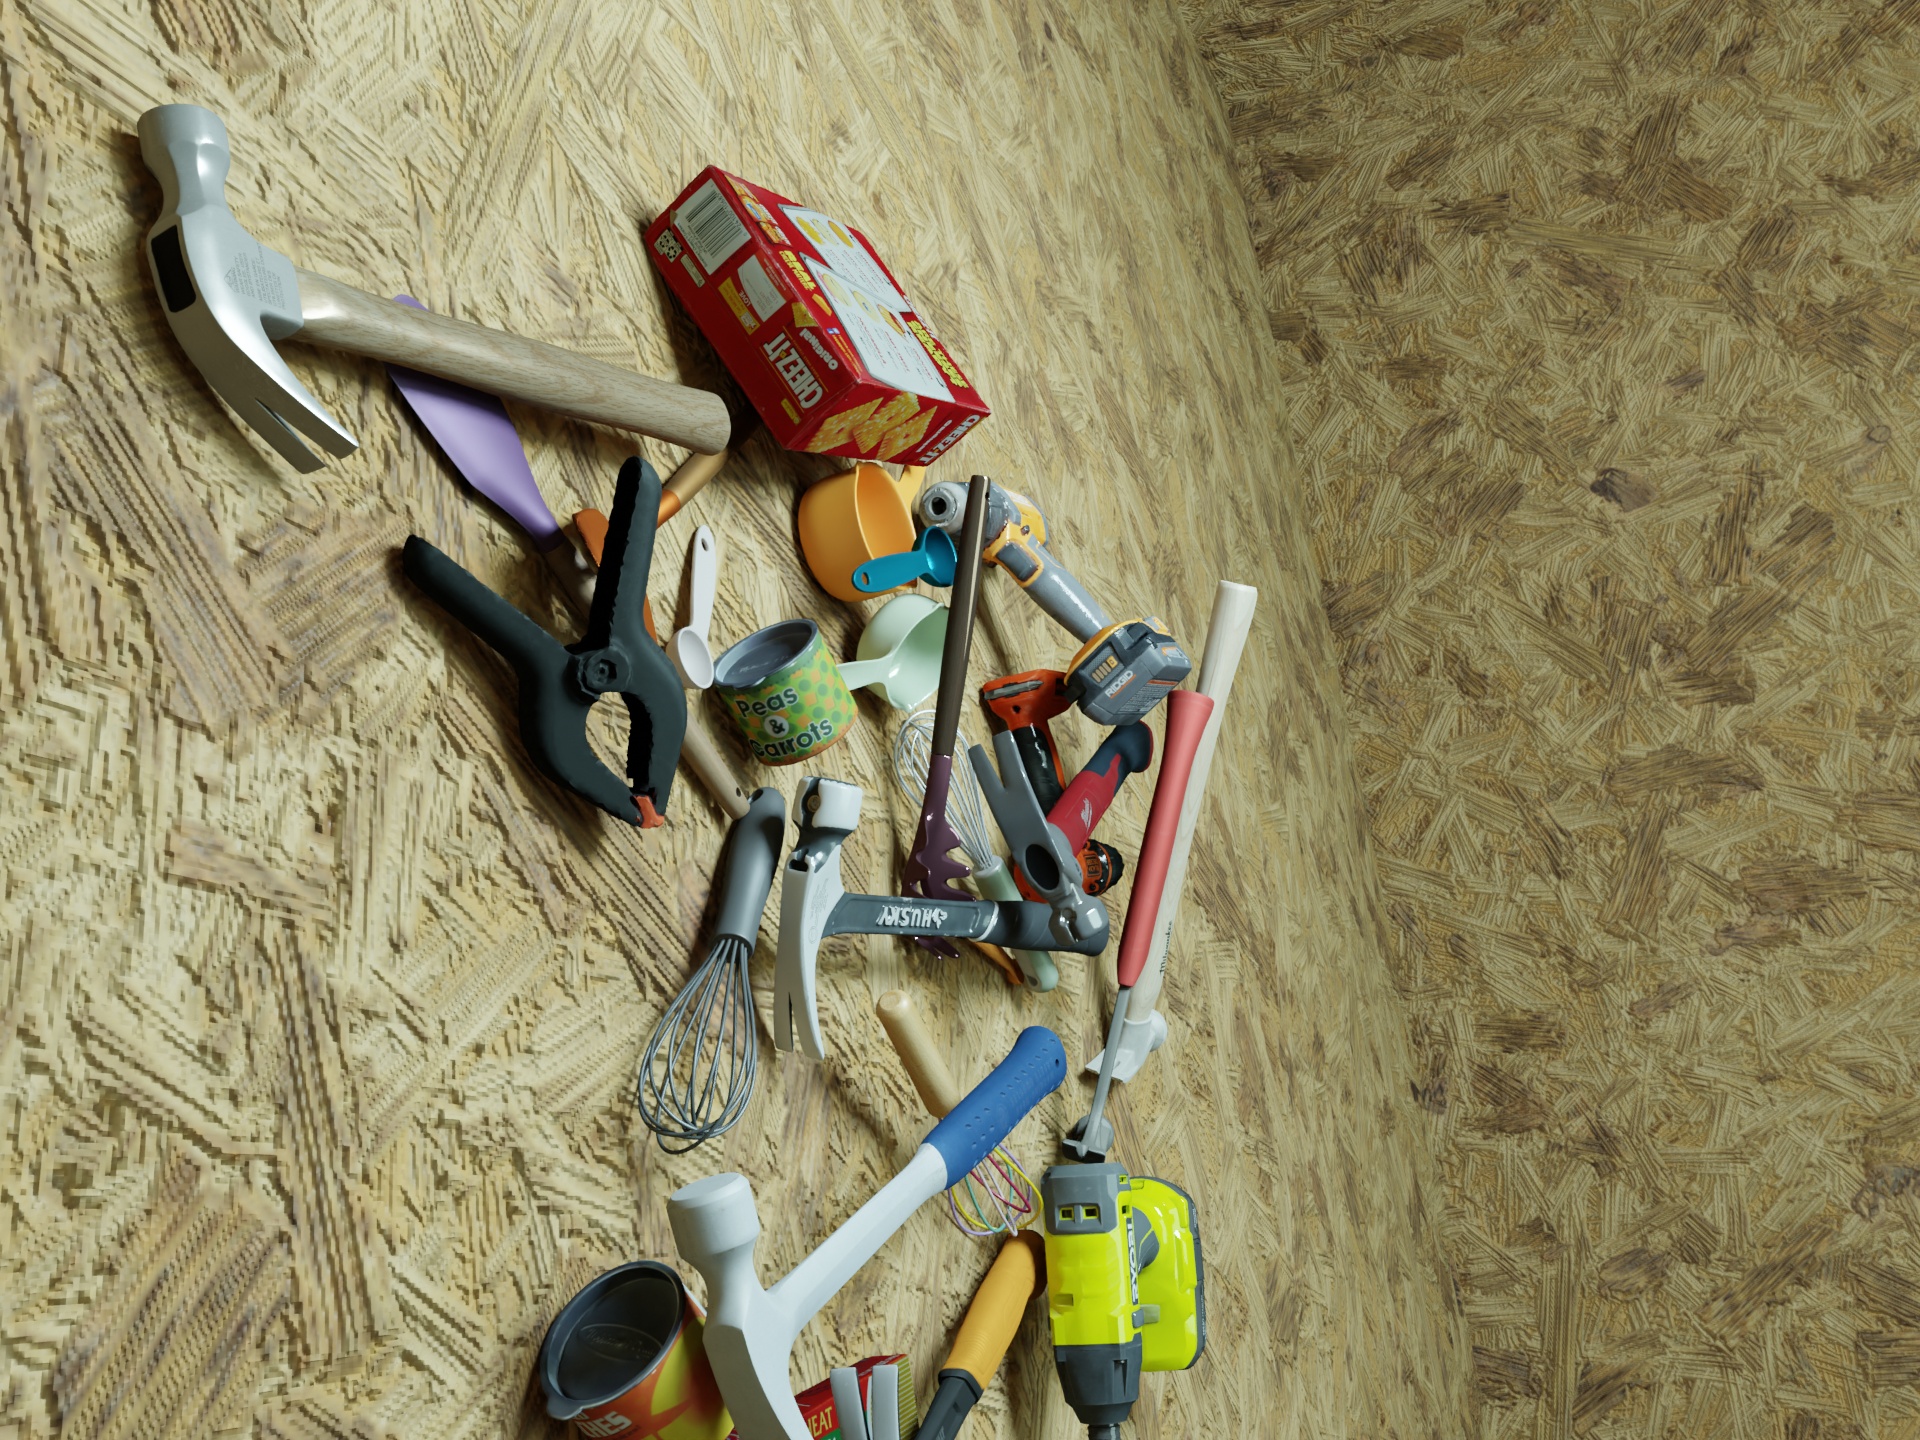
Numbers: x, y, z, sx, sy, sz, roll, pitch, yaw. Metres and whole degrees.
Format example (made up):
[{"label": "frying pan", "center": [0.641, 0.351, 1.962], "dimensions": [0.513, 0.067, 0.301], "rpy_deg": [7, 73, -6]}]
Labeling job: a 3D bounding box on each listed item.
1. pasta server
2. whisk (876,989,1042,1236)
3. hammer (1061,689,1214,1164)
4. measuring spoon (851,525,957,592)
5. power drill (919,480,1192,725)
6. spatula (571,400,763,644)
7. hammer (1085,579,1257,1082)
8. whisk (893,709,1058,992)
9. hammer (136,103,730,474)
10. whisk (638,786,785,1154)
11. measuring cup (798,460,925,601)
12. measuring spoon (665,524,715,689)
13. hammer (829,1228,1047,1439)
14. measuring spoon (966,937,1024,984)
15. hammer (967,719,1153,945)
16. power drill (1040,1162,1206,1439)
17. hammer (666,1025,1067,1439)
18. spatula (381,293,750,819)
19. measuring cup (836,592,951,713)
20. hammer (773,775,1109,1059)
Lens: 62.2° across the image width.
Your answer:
[{"label": "pasta server", "center": [-0.002, -0.003, 1.042], "dimensions": [0.060, 0.040, 0.316], "rpy_deg": [8, 90, -61]}, {"label": "whisk", "center": [0.000, 0.240, 0.955], "dimensions": [0.051, 0.047, 0.244], "rpy_deg": [-57, 141, -35]}, {"label": "hammer", "center": [0.133, 0.149, 1.182], "dimensions": [0.149, 0.037, 0.359], "rpy_deg": [63, 40, -75]}, {"label": "measuring spoon", "center": [-0.041, -0.097, 1.024], "dimensions": [0.128, 0.021, 0.042], "rpy_deg": [-26, 100, -58]}, {"label": "power drill", "center": [0.066, -0.101, 1.240], "dimensions": [0.226, 0.084, 0.185], "rpy_deg": [49, 16, 14]}, {"label": "spatula", "center": [-0.147, -0.134, 0.891], "dimensions": [0.081, 0.041, 0.323], "rpy_deg": [64, 24, -23]}, {"label": "hammer", "center": [0.175, 0.090, 1.289], "dimensions": [0.146, 0.038, 0.410], "rpy_deg": [-9, 112, -70]}, {"label": "whisk", "center": [0.015, 0.098, 1.124], "dimensions": [0.059, 0.058, 0.246], "rpy_deg": [-39, 117, -27]}, {"label": "hammer", "center": [-0.212, -0.162, 0.727], "dimensions": [0.331, 0.031, 0.130], "rpy_deg": [2, 73, -62]}, {"label": "whisk", "center": [-0.118, 0.116, 0.808], "dimensions": [0.239, 0.055, 0.055], "rpy_deg": [-83, 150, -51]}, {"label": "measuring cup", "center": [-0.062, -0.145, 1.088], "dimensions": [0.174, 0.052, 0.095], "rpy_deg": [-72, 141, -56]}, {"label": "measuring spoon", "center": [-0.150, -0.064, 0.884], "dimensions": [0.124, 0.018, 0.034], "rpy_deg": [-93, 156, -43]}, {"label": "hammer", "center": [0.003, 0.356, 0.896], "dimensions": [0.337, 0.034, 0.127], "rpy_deg": [-14, 93, -76]}, {"label": "measuring spoon", "center": [0.015, 0.161, 1.140], "dimensions": [0.116, 0.011, 0.021], "rpy_deg": [47, 28, -44]}, {"label": "hammer", "center": [0.093, 0.038, 1.188], "dimensions": [0.143, 0.038, 0.386], "rpy_deg": [64, 18, -5]}, {"label": "power drill", "center": [0.110, 0.393, 1.089], "dimensions": [0.223, 0.080, 0.171], "rpy_deg": [39, 45, -66]}, {"label": "hammer", "center": [-0.018, 0.237, 0.805], "dimensions": [0.405, 0.035, 0.144], "rpy_deg": [-15, 89, -69]}, {"label": "spatula", "center": [-0.186, -0.068, 0.787], "dimensions": [0.315, 0.018, 0.060], "rpy_deg": [60, 27, -31]}, {"label": "measuring cup", "center": [-0.065, -0.041, 1.033], "dimensions": [0.167, 0.038, 0.083], "rpy_deg": [-16, 131, -50]}, {"label": "hammer", "center": [0.005, 0.132, 1.009], "dimensions": [0.408, 0.036, 0.149], "rpy_deg": [18, 81, -61]}]
